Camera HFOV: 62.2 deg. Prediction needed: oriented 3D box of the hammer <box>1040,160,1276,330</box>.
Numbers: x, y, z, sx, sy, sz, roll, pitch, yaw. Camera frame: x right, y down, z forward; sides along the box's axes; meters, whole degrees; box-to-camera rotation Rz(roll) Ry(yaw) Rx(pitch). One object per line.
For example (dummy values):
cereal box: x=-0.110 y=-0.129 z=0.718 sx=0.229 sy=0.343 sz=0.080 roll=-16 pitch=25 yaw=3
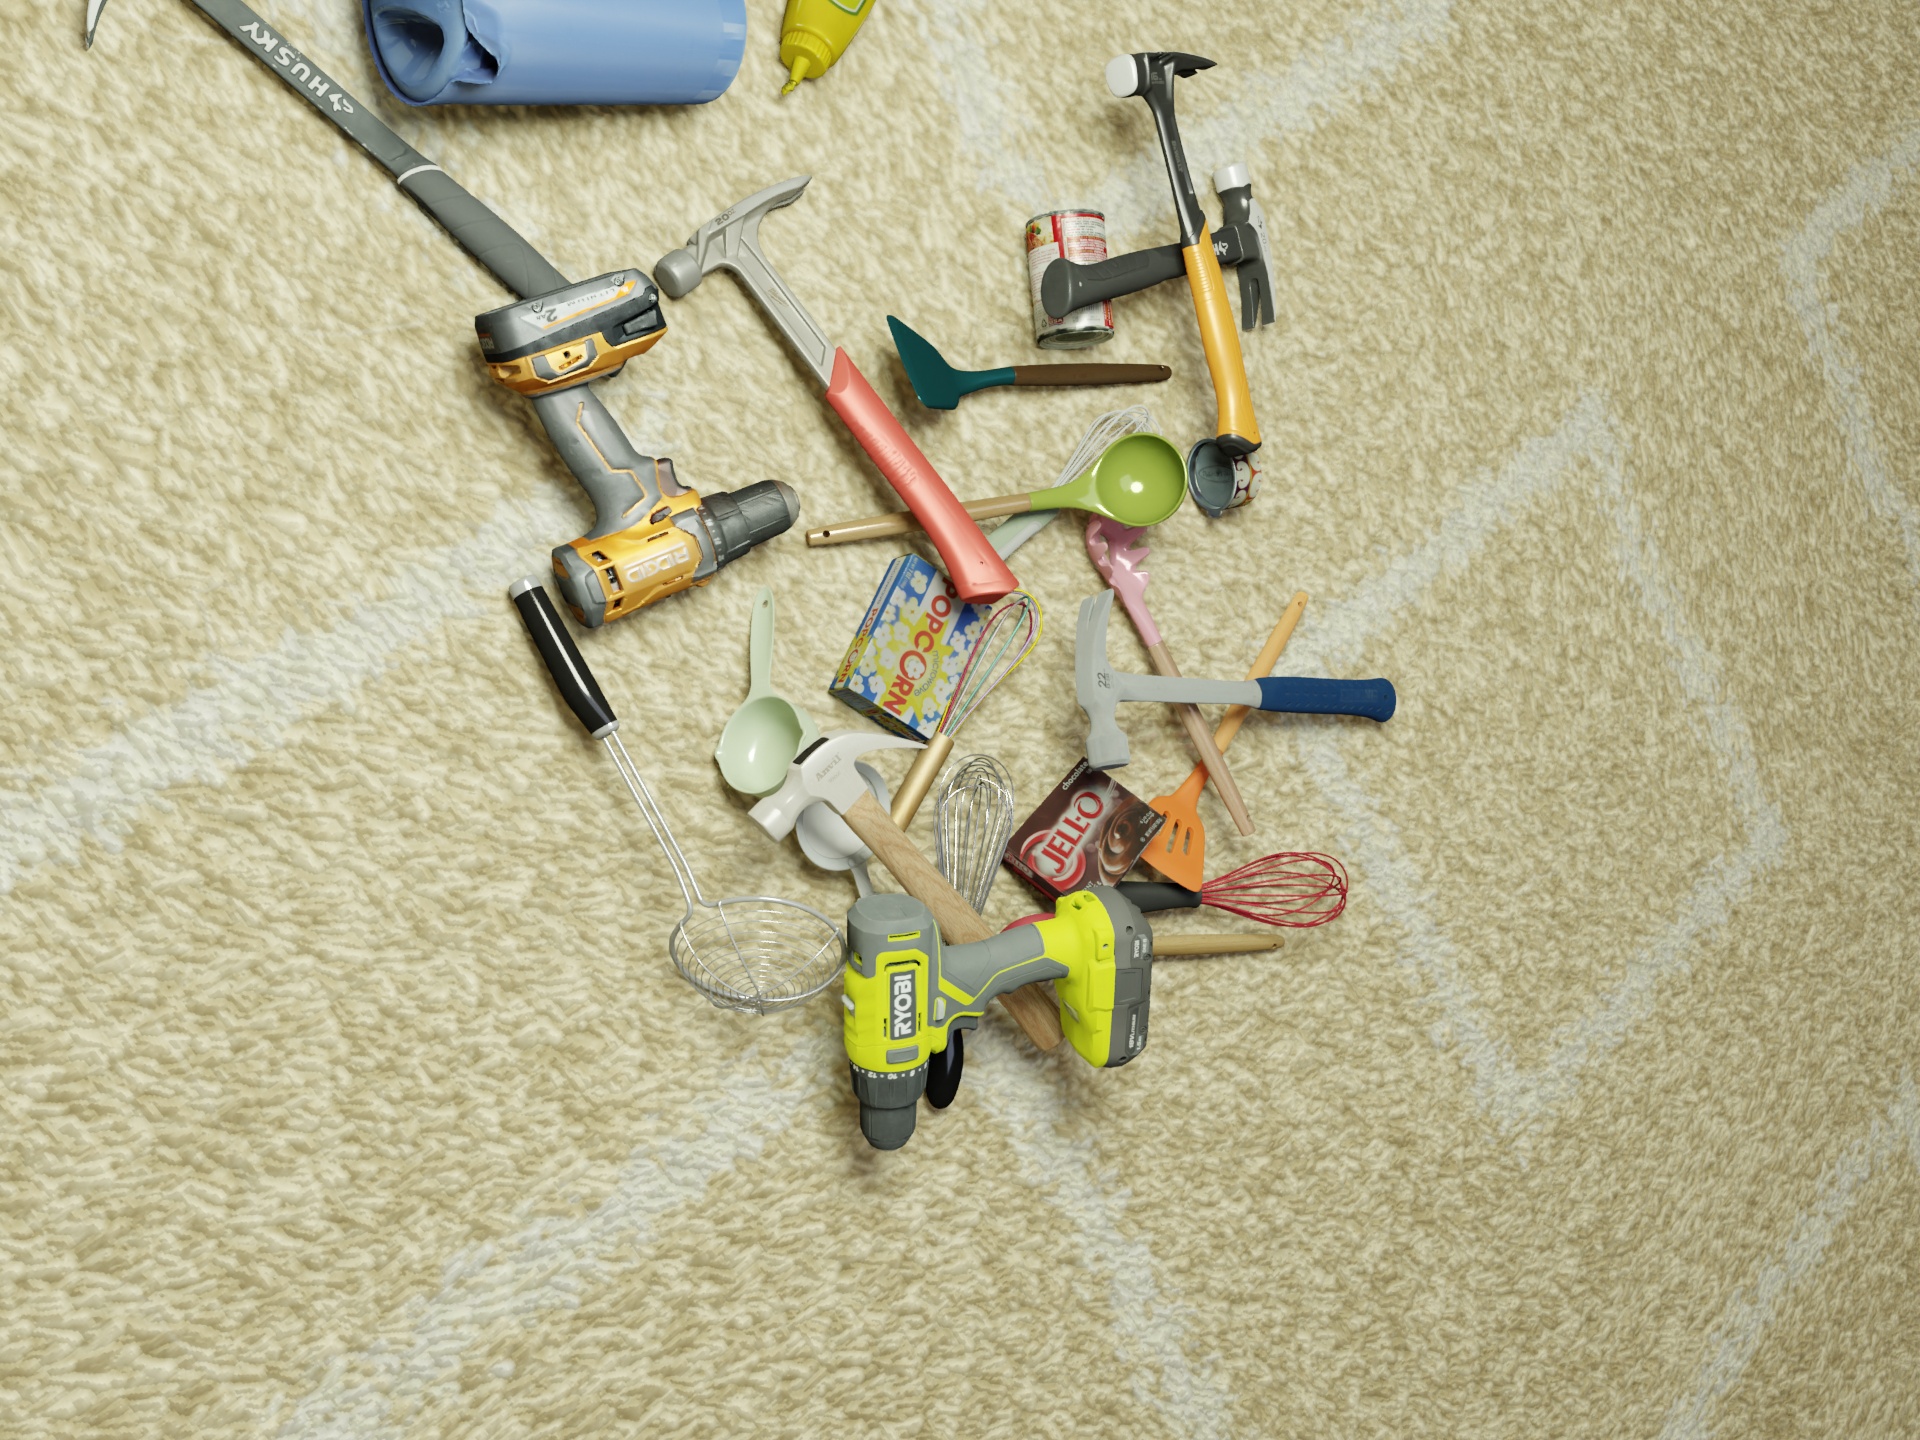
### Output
hammer: x=0.174 y=-0.384 z=1.358 sx=0.335 sy=0.035 sz=0.146 roll=-30 pitch=108 yaw=-46

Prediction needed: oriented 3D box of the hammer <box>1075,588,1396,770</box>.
hammer: x=0.249 y=-0.030 z=1.386 sx=0.405 sy=0.035 sz=0.144 roll=1 pitch=77 yaw=-41

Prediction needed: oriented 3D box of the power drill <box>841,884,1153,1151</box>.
power drill: x=0.022 y=0.216 z=1.184 sx=0.228 sy=0.080 sz=0.190 roll=-6 pitch=108 yaw=-21

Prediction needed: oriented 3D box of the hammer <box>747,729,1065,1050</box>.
hammer: x=-0.014 y=0.136 z=1.209 sx=0.130 sy=0.031 sz=0.331 roll=-47 pitch=117 yaw=-15

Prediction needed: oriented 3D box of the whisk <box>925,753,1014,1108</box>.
whisk: x=-0.001 y=0.168 z=1.270 sx=0.070 sy=0.070 sz=0.284 roll=8 pitch=88 yaw=-30

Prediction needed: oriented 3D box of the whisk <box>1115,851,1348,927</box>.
whisk: x=0.223 y=0.153 z=1.401 sx=0.295 sy=0.073 sz=0.073 roll=0 pitch=87 yaw=-25

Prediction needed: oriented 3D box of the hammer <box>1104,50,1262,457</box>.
hammer: x=0.205 y=-0.391 z=1.343 sx=0.127 sy=0.034 sz=0.337 roll=-25 pitch=104 yaw=-45

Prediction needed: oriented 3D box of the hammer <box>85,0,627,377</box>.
hammer: x=-0.387 y=-0.382 z=1.081 sx=0.408 sy=0.036 sz=0.149 roll=40 pitch=70 yaw=-23

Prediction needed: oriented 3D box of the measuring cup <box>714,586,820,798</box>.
measuring cup: x=-0.140 y=-0.020 z=1.200 sx=0.038 sy=0.083 sz=0.168 roll=32 pitch=50 yaw=-54

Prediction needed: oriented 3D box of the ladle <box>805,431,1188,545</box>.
ladle: x=0.034 y=-0.174 z=1.275 sx=0.320 sy=0.062 sz=0.078 roll=-12 pitch=87 yaw=-17

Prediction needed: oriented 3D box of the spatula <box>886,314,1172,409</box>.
spatula: x=0.068 y=-0.292 z=1.324 sx=0.317 sy=0.044 sz=0.082 roll=-11 pitch=72 yaw=-37

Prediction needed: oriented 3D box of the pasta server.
pasta server: x=0.186 y=-0.044 z=1.375 sx=0.060 sy=0.040 sz=0.316 roll=-28 pitch=93 yaw=-42

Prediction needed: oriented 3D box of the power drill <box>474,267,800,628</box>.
power drill: x=-0.222 y=-0.199 z=1.123 sx=0.185 sy=0.084 sz=0.226 roll=-26 pitch=112 yaw=-23

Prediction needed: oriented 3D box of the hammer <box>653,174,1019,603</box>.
hammer: x=-0.069 y=-0.243 z=1.223 sx=0.149 sy=0.036 sz=0.359 roll=-40 pitch=95 yaw=-25

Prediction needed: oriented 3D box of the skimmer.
skimmer: x=-0.210 y=0.054 z=1.148 sx=0.363 sy=0.127 sz=0.090 roll=61 pitch=25 yaw=0

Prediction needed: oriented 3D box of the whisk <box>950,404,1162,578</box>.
whisk: x=0.081 y=-0.188 z=1.341 sx=0.059 sy=0.057 sz=0.246 roll=38 pitch=68 yaw=23

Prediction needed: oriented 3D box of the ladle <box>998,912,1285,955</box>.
ladle: x=0.165 y=0.196 z=1.376 sx=0.315 sy=0.031 sz=0.069 roll=3 pitch=119 yaw=-34

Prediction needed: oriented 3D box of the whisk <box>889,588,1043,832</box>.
whisk: x=0.000 y=-0.003 z=1.285 sx=0.047 sy=0.051 sz=0.245 roll=38 pitch=72 yaw=-29

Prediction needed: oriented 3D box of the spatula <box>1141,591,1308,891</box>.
spatula: x=0.244 y=0.007 z=1.428 sx=0.081 sy=0.041 sz=0.323 roll=35 pitch=68 yaw=-7

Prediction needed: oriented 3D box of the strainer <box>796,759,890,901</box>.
strainer: x=-0.075 y=0.134 z=1.235 sx=0.087 sy=0.050 sz=0.258 roll=-26 pitch=106 yaw=-32
